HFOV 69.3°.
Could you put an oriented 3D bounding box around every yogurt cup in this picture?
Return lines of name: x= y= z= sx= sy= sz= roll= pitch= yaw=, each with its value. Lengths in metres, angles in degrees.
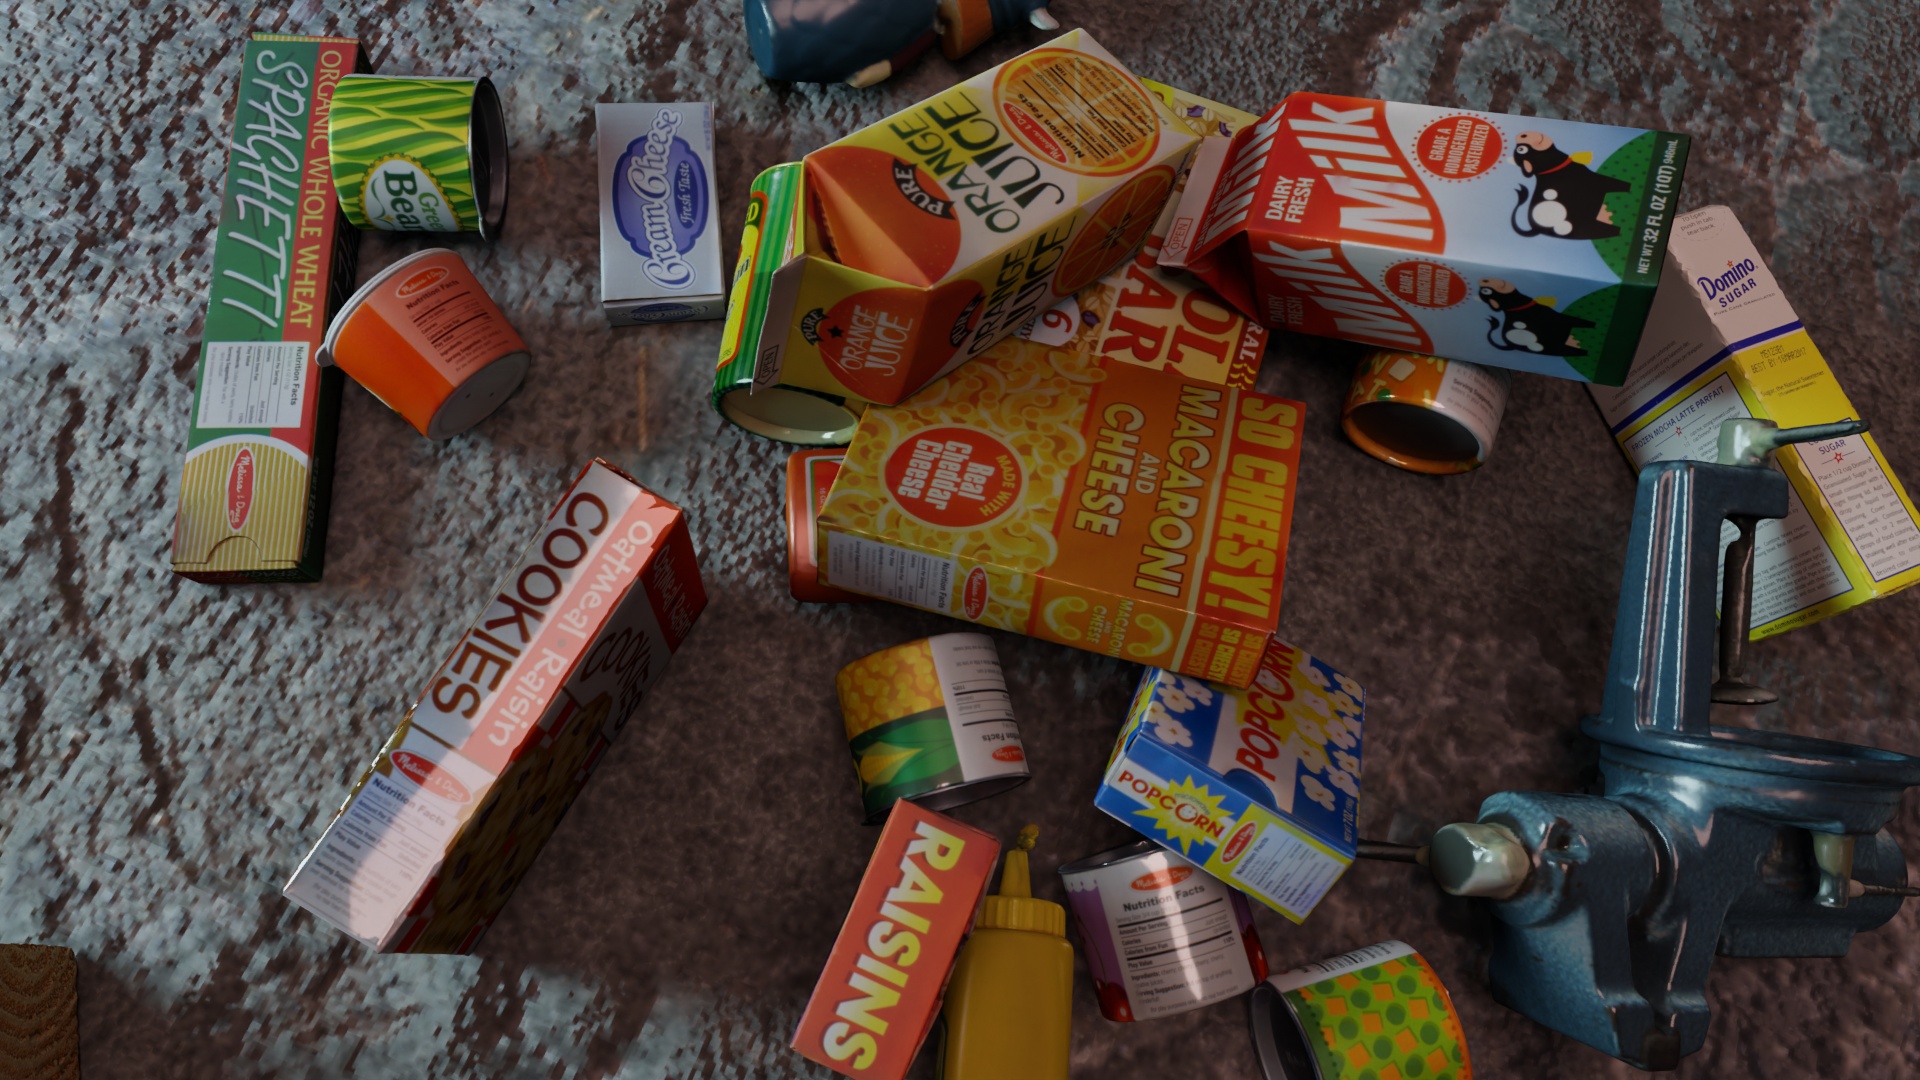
yogurt cup: x=-0.216 y=-0.078 z=0.573 sx=0.054 sy=0.072 sz=0.072 roll=46 pitch=73 yaw=1

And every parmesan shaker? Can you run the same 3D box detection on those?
parmesan shaker: x=-0.065 y=-0.100 z=0.591 sx=0.071 sy=0.071 sz=0.103 roll=9 pitch=71 yaw=-3

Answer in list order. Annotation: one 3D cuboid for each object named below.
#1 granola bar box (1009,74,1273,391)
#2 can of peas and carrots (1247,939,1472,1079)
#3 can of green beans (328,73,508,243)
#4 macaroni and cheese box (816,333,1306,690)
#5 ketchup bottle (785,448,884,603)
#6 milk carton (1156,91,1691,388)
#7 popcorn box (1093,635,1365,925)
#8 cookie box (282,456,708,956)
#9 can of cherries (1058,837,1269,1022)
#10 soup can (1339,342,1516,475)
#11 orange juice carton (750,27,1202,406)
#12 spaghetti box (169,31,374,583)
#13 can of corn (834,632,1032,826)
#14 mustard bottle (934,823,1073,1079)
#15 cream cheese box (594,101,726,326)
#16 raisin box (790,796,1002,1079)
granola bar box: x=0.083 y=-0.126 z=0.632 sx=0.124 sy=0.039 sz=0.166 roll=19 pitch=71 yaw=1
can of peas and carrots: x=0.149 y=0.192 z=0.519 sx=0.059 sy=0.070 sz=0.071 roll=-13 pitch=74 yaw=-10
can of green beans: x=-0.231 y=-0.166 z=0.598 sx=0.058 sy=0.071 sz=0.071 roll=0 pitch=72 yaw=-5
macaroni and cheese box: x=0.042 y=-0.020 z=0.539 sx=0.166 sy=0.040 sz=0.124 roll=14 pitch=50 yaw=6
ketchup bottle: x=0.002 y=-0.007 z=0.582 sx=0.149 sy=0.043 sz=0.065 roll=-1 pitch=66 yaw=-7
milk carton: x=0.181 y=-0.126 z=0.565 sx=0.191 sy=0.073 sz=0.072 roll=15 pitch=70 yaw=22
popcorn box: x=0.107 y=0.076 z=0.529 sx=0.085 sy=0.038 sz=0.127 roll=30 pitch=27 yaw=4
cookie box: x=-0.156 y=0.064 z=0.500 sx=0.040 sy=0.122 sz=0.168 roll=30 pitch=72 yaw=3
can of cherries: x=0.077 y=0.144 z=0.528 sx=0.071 sy=0.071 sz=0.058 roll=-15 pitch=80 yaw=-10
soup can: x=0.210 y=-0.080 z=0.618 sx=0.071 sy=0.071 sz=0.084 roll=23 pitch=72 yaw=2
orange juice carton: x=-0.003 y=-0.120 z=0.538 sx=0.193 sy=0.071 sz=0.073 roll=-35 pitch=75 yaw=-30
spaghetti box: x=-0.288 y=-0.104 z=0.591 sx=0.050 sy=0.028 sz=0.251 roll=0 pitch=72 yaw=-6
can of corn: x=-0.014 y=0.074 z=0.543 sx=0.071 sy=0.071 sz=0.058 roll=-12 pitch=73 yaw=-10
mustard bottle: x=0.016 y=0.185 z=0.512 sx=0.049 sy=0.065 sz=0.161 roll=5 pitch=65 yaw=1
cream cheese box: x=-0.134 y=-0.148 z=0.624 sx=0.053 sy=0.024 sz=0.104 roll=-4 pitch=72 yaw=-7
raisin box: x=-0.025 y=0.143 z=0.487 sx=0.040 sy=0.123 sz=0.086 roll=24 pitch=71 yaw=3
